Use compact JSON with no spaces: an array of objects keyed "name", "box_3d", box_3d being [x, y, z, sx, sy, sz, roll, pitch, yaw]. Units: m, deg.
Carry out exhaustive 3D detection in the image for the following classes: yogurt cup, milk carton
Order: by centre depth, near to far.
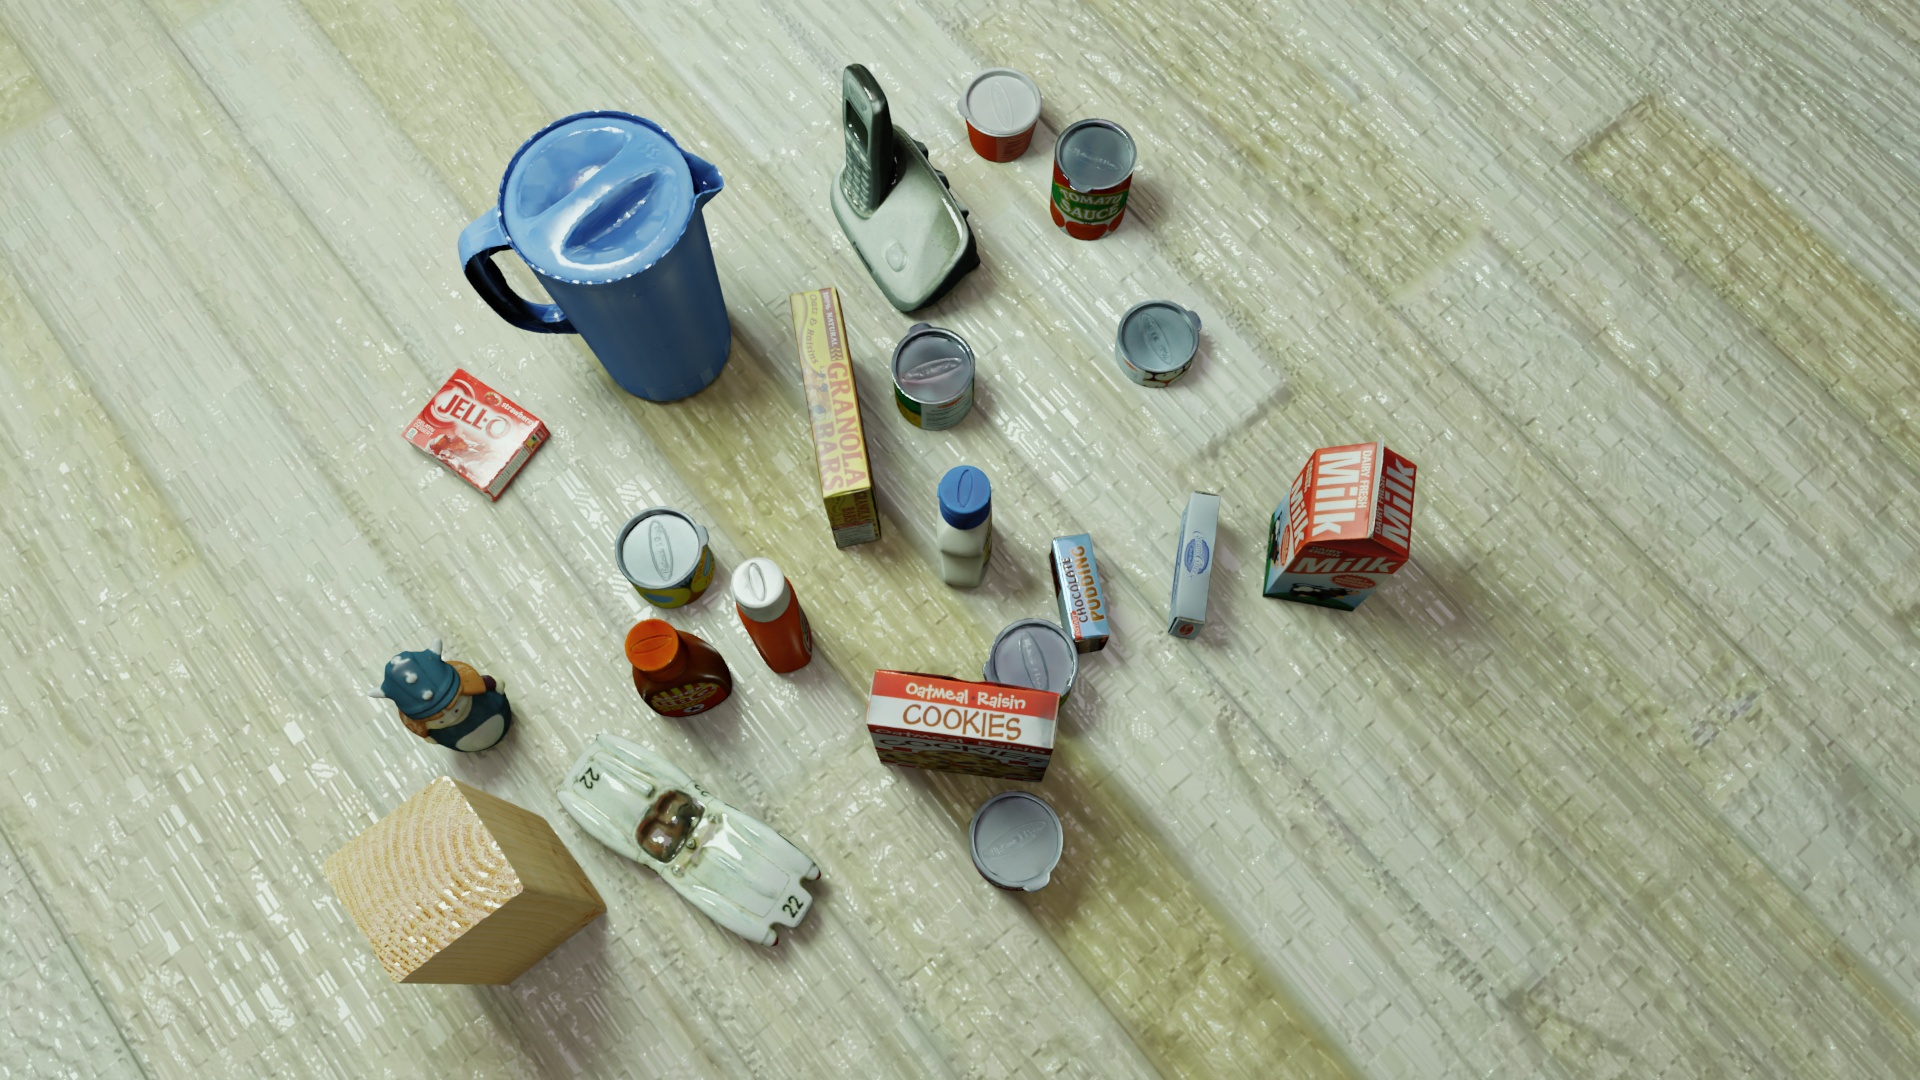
[{"name":"milk carton","box_3d":[0.275,-0.010,1.002,0.073,0.190,0.072,10,72,3]},{"name":"yogurt cup","box_3d":[0.035,-0.361,1.189,0.072,0.053,0.072,0,72,0]}]

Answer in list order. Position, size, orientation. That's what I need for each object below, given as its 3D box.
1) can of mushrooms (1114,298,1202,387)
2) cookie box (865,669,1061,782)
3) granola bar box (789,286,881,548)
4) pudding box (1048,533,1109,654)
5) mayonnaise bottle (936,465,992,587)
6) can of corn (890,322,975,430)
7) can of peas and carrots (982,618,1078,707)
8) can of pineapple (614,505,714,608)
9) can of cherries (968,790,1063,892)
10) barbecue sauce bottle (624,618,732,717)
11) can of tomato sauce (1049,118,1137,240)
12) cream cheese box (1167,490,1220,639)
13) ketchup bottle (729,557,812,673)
[{"name":"can of mushrooms","box_3d":[0.162,-0.161,1.134,0.071,0.033,0.071,0,72,0]},{"name":"cookie box","box_3d":[0.002,0.131,0.966,0.123,0.167,0.040,7,72,2]},{"name":"granola bar box","box_3d":[-0.094,-0.092,1.063,0.039,0.124,0.166,-10,72,-3]},{"name":"pudding box","box_3d":[0.090,0.041,1.058,0.030,0.049,0.084,-9,72,-3]},{"name":"mayonnaise bottle","box_3d":[0.004,-0.013,1.024,0.041,0.147,0.065,7,72,2]},{"name":"can of corn","box_3d":[-0.022,-0.131,1.110,0.071,0.058,0.071,0,72,0]},{"name":"can of peas and carrots","box_3d":[0.051,0.098,1.035,0.071,0.058,0.071,0,72,0]},{"name":"can of pineapple","box_3d":[-0.223,0.014,1.062,0.071,0.057,0.071,0,72,0]},{"name":"can of cherries","box_3d":[0.040,0.219,0.995,0.071,0.058,0.071,0,72,0]},{"name":"barbecue sauce bottle","box_3d":[-0.205,0.090,0.989,0.065,0.148,0.044,-17,73,-5]},{"name":"can of tomato sauce","box_3d":[0.108,-0.296,1.153,0.071,0.083,0.071,0,72,0]},{"name":"cream cheese box","box_3d":[0.178,0.019,1.064,0.024,0.053,0.104,9,72,3]},{"name":"ketchup bottle","box_3d":[-0.137,0.051,1.002,0.043,0.148,0.065,-17,73,-5]}]
